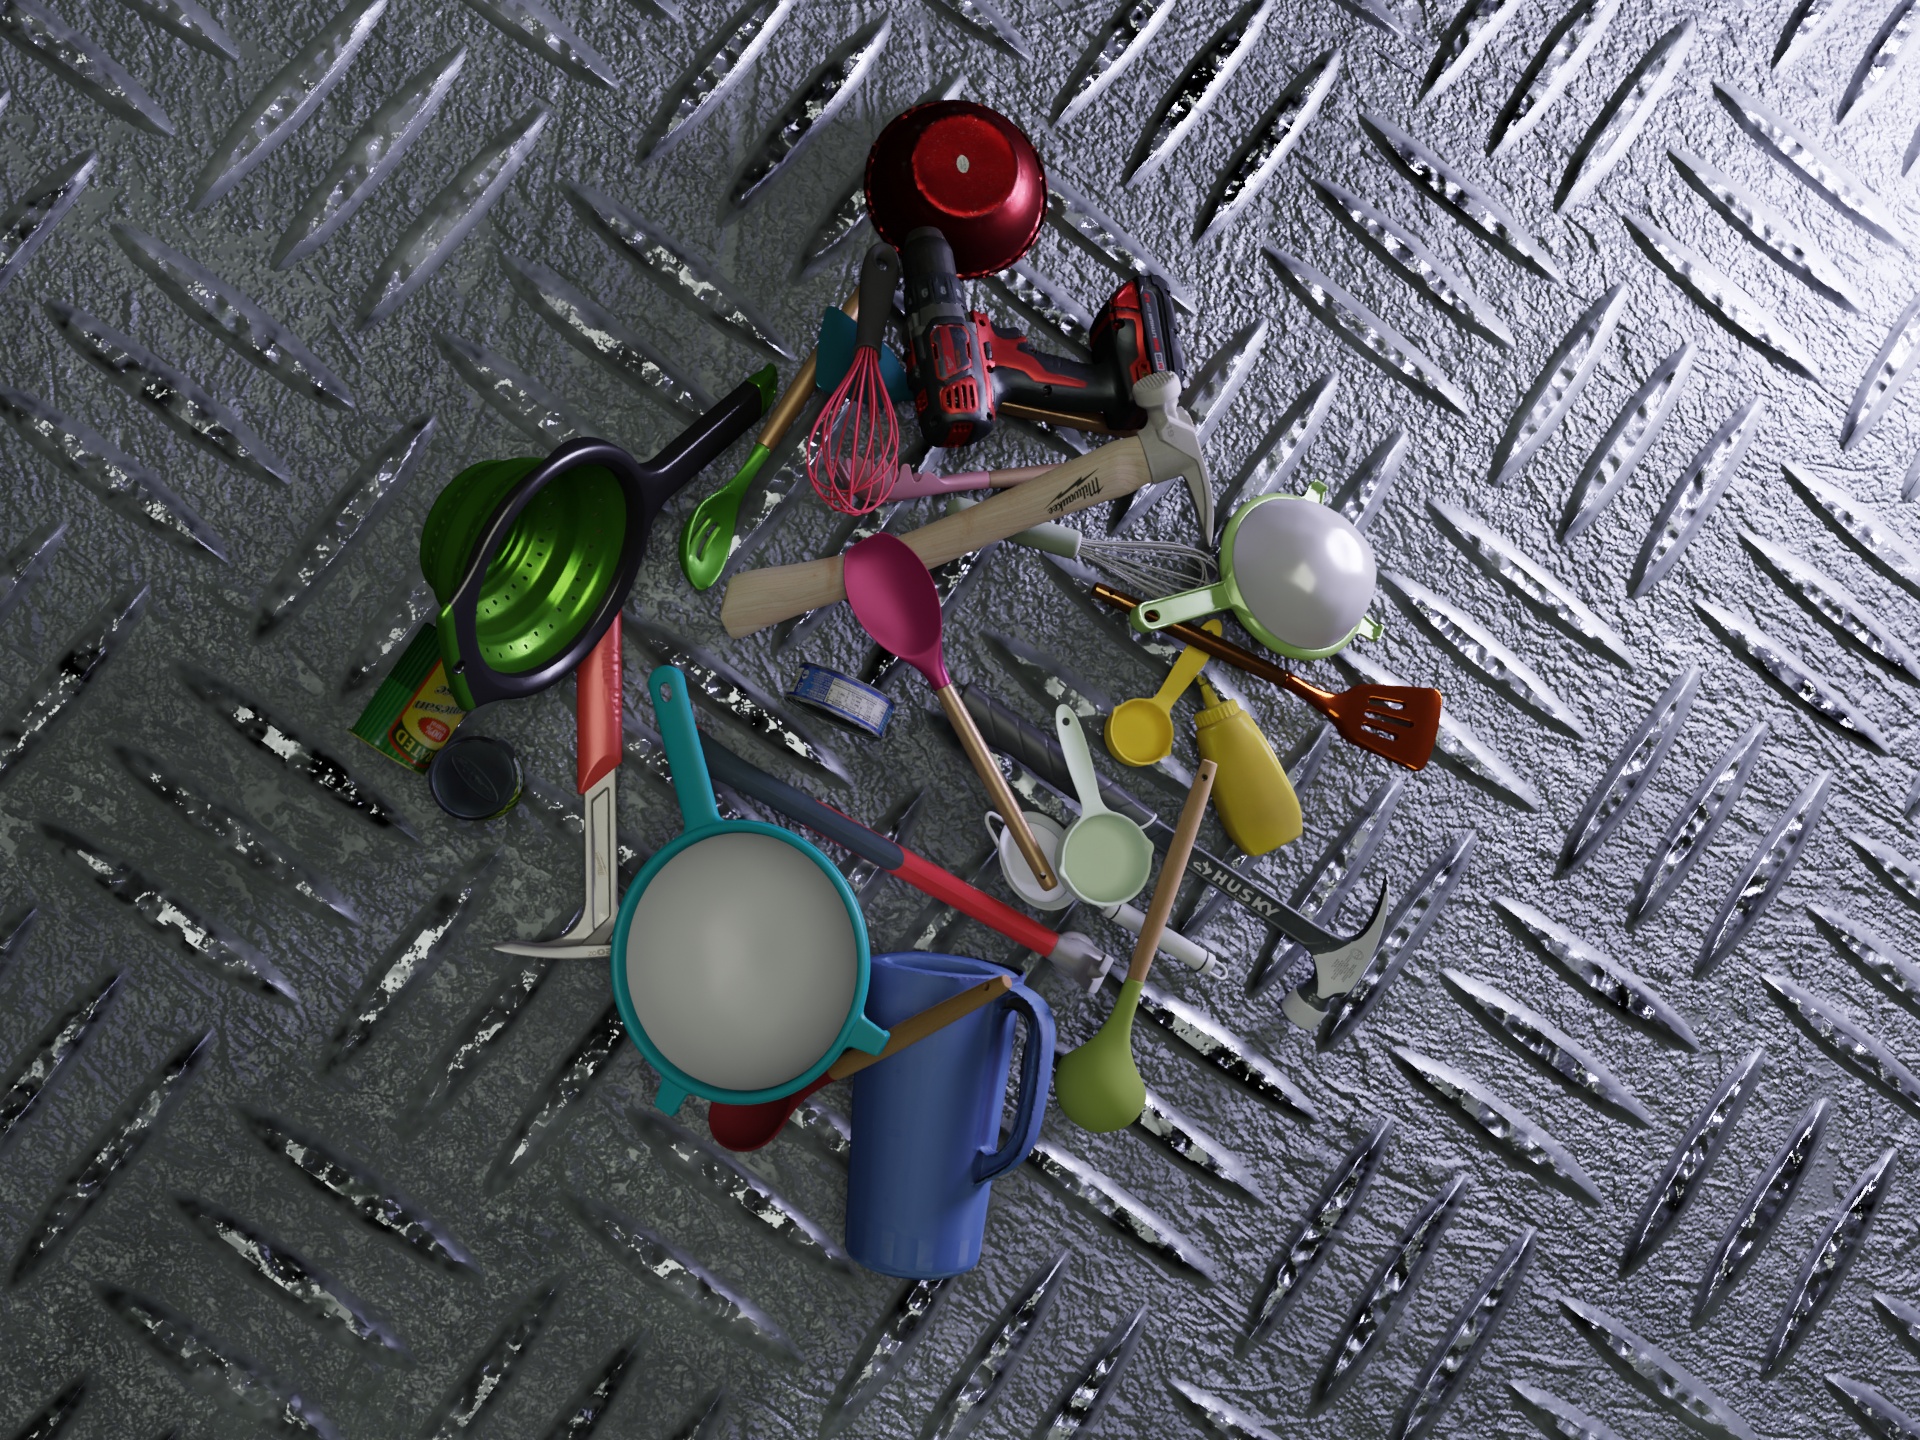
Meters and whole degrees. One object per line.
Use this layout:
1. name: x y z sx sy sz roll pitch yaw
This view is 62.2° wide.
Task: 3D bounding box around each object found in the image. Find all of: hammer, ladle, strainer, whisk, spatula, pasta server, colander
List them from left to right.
1. hammer: -0.299 0.009 1.275 0.149 0.037 0.359 -1 86 -14
2. colander: -0.286 -0.177 1.222 0.094 0.204 0.397 27 53 16
3. strainer: -0.173 0.122 1.236 0.211 0.095 0.340 -19 79 15
4. ladle: -0.080 0.255 1.206 0.031 0.315 0.069 23 46 -42
5. whisk: -0.076 -0.277 1.267 0.073 0.073 0.296 10 56 -8
6. hammer: -0.056 0.109 1.266 0.386 0.143 0.038 29 86 -1
7. hammer: 0.003 -0.144 1.297 0.410 0.038 0.146 -20 116 4
8. spatula: 0.033 -0.274 1.346 0.317 0.044 0.082 10 67 -9
9. pasta server: 0.049 -0.214 1.346 0.316 0.060 0.040 -7 99 -13
10. whisk: 0.106 -0.147 1.351 0.246 0.057 0.059 15 49 -4
11. strainer: 0.118 0.154 1.330 0.258 0.050 0.087 31 50 -11
12. ladle: 0.153 0.185 1.297 0.078 0.062 0.320 19 92 14
13. hammer: 0.169 0.093 1.324 0.409 0.036 0.149 34 114 0
14. spatula: 0.260 -0.049 1.359 0.322 0.041 0.081 24 69 -10
15. strainer: 0.254 -0.118 1.314 0.256 0.069 0.151 -17 83 -31

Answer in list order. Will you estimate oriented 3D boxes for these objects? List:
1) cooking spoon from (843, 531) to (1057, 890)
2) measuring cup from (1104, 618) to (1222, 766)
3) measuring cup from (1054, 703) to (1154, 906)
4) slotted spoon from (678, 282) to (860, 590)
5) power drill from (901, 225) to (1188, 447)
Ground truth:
1. cooking spoon: -0.002 -0.004 1.276 0.069 0.017 0.319 -28 93 7
2. measuring cup: 0.177 -0.025 1.364 0.062 0.029 0.156 39 70 -5
3. measuring cup: 0.101 0.070 1.294 0.083 0.038 0.167 -15 86 -15
4. slotted spoon: -0.150 -0.245 1.318 0.031 0.070 0.314 24 76 23
5. power drill: 0.060 -0.321 1.318 0.226 0.080 0.188 -5 75 -16
